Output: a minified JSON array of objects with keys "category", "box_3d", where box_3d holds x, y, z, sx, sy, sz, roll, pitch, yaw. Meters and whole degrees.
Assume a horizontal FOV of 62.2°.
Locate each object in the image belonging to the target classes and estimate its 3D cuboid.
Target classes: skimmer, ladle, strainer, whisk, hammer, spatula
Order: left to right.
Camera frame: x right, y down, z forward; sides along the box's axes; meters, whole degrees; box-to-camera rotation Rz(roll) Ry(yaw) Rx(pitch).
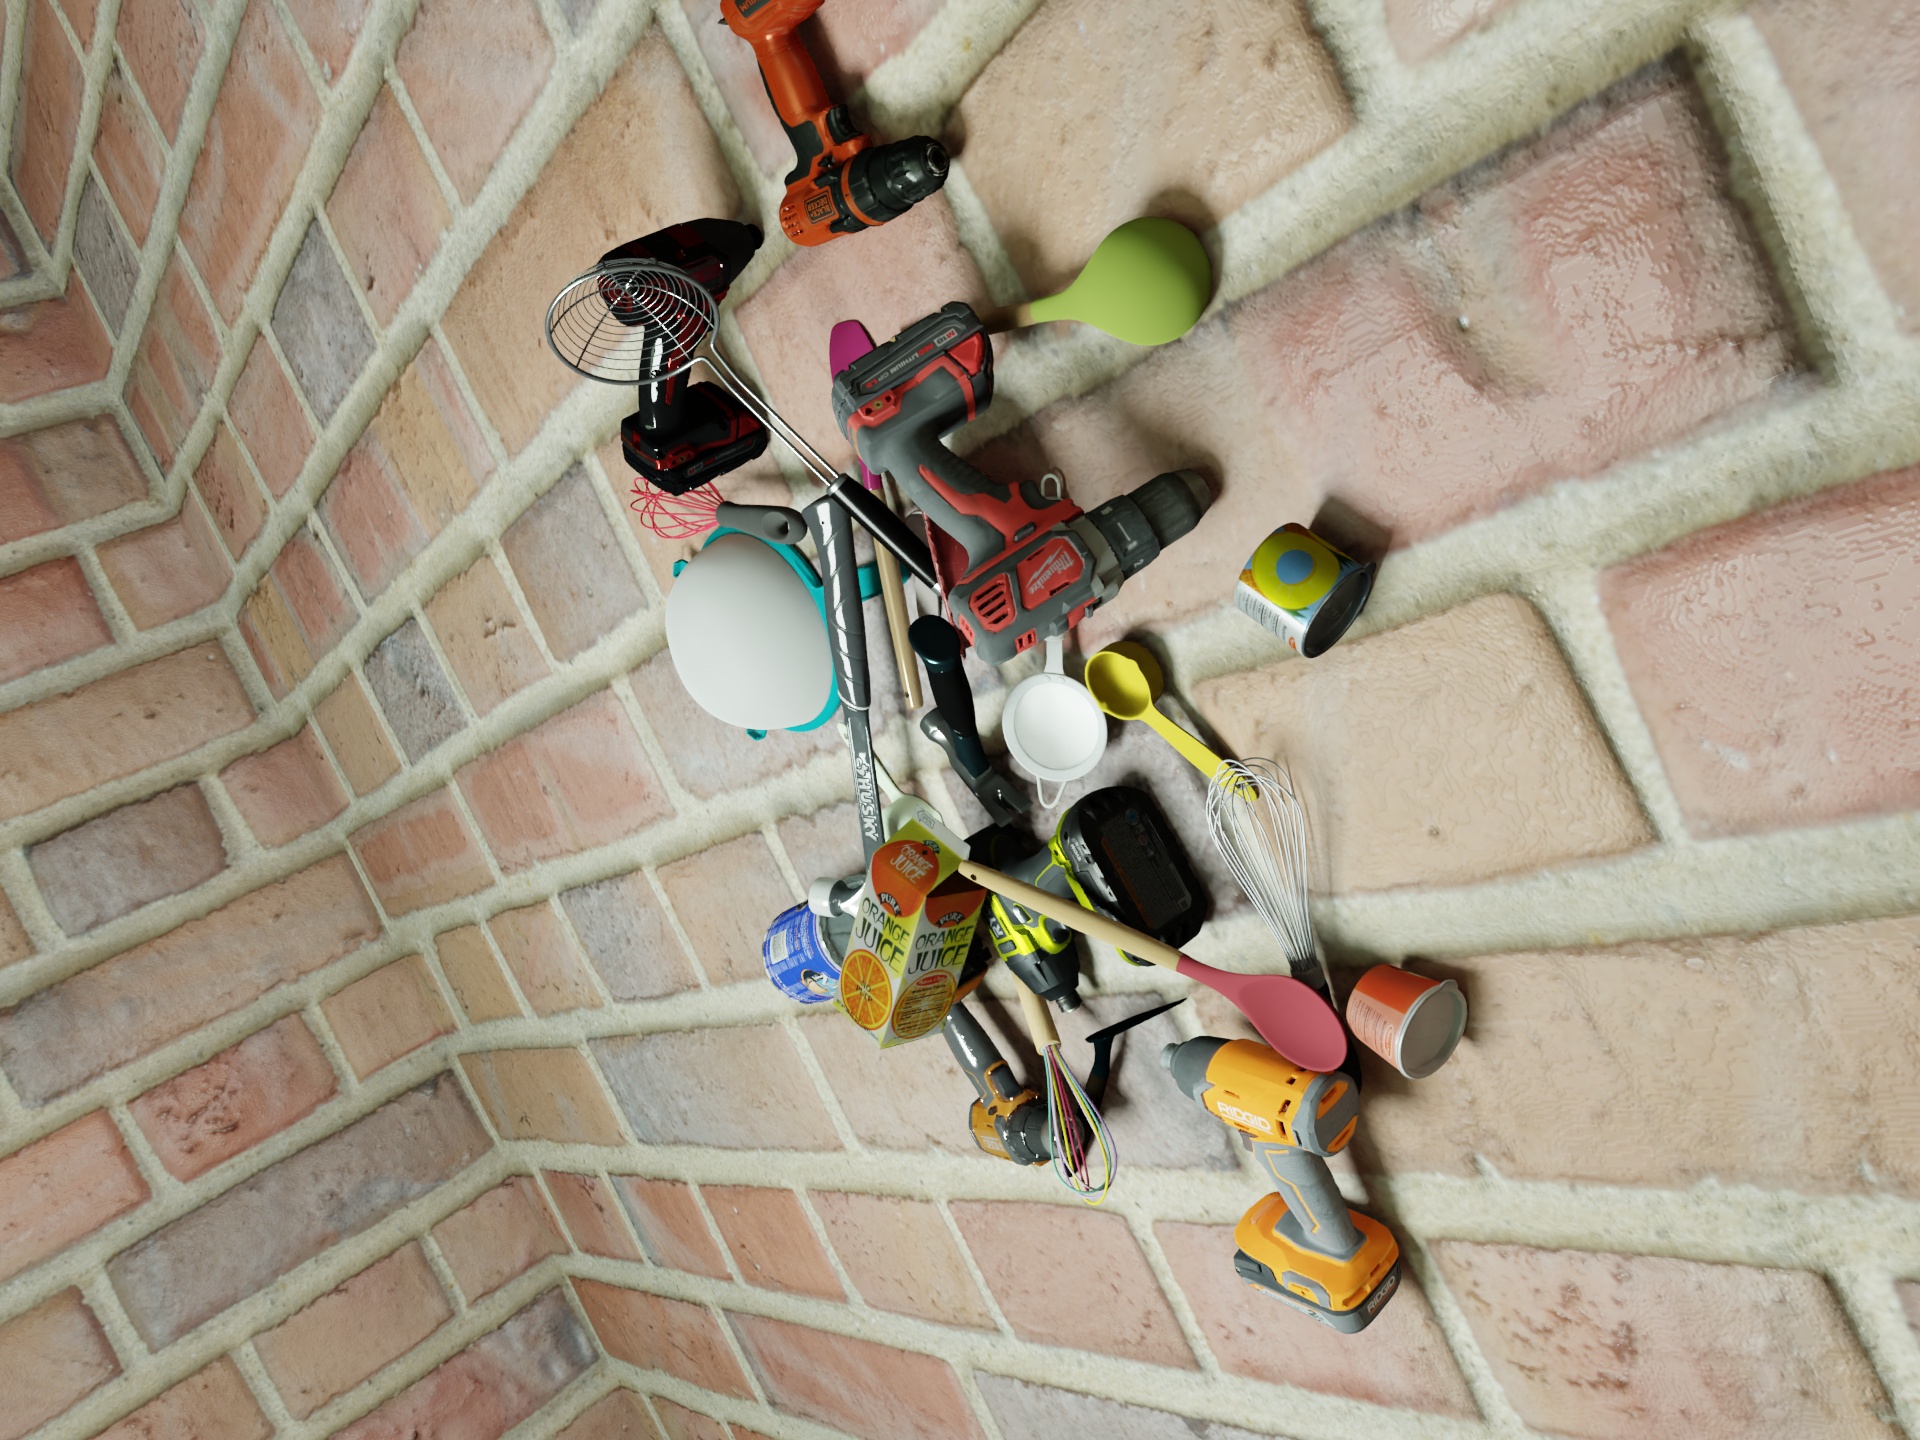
[{"category":"whisk","box_3d":[-0.220,-0.189,1.433,0.296,0.073,0.073,19,127,51]},{"category":"skimmer","box_3d":[-0.149,-0.209,1.214,0.363,0.090,0.127,43,129,-13]},{"category":"strainer","box_3d":[-0.173,-0.084,1.435,0.340,0.095,0.211,-17,99,52]},{"category":"hammer","box_3d":[-0.085,0.000,1.372,0.149,0.036,0.408,6,117,25]},{"category":"hammer","box_3d":[-0.002,-0.004,1.201,0.128,0.033,0.330,51,173,18]},{"category":"ladle","box_3d":[0.048,-0.281,1.092,0.320,0.062,0.078,8,121,56]},{"category":"whisk","box_3d":[0.079,0.297,1.343,0.047,0.051,0.245,81,172,-46]},{"category":"strainer","box_3d":[0.073,-0.060,1.200,0.087,0.050,0.258,8,115,24]},{"category":"spatula","box_3d":[0.123,0.328,1.386,0.044,0.082,0.317,52,150,33]},{"category":"ladle","box_3d":[0.135,0.167,1.154,0.315,0.031,0.069,22,126,22]},{"category":"whisk","box_3d":[0.237,0.153,1.126,0.070,0.070,0.284,0,118,51]}]

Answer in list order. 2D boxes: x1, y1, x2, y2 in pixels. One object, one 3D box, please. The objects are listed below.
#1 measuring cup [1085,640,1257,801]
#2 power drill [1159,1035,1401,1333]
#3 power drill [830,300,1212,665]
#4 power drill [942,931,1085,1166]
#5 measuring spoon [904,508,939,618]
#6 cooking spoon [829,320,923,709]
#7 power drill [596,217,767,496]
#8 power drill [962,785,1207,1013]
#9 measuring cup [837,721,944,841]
[{"category":"measuring cup","box_3d":[0.158,0.000,1.154,0.156,0.029,0.062,41,141,8]},{"category":"power drill","box_3d":[0.237,0.337,1.202,0.164,0.084,0.226,11,128,49]},{"category":"power drill","box_3d":[0.038,-0.169,1.065,0.227,0.188,0.080,56,175,16]},{"category":"power drill","box_3d":[0.024,0.299,1.435,0.226,0.084,0.185,62,159,0]},{"category":"measuring spoon","box_3d":[-0.025,-0.122,1.303,0.034,0.018,0.124,17,135,20]},{"category":"cooking spoon","box_3d":[-0.065,-0.163,1.296,0.069,0.017,0.318,4,109,51]},{"category":"power drill","box_3d":[-0.223,-0.309,1.323,0.079,0.143,0.219,38,145,28]},{"category":"power drill","box_3d":[0.092,0.148,1.285,0.171,0.080,0.223,61,148,1]},{"category":"measuring cup","box_3d":[-0.075,0.075,1.469,0.168,0.038,0.083,53,144,8]}]
